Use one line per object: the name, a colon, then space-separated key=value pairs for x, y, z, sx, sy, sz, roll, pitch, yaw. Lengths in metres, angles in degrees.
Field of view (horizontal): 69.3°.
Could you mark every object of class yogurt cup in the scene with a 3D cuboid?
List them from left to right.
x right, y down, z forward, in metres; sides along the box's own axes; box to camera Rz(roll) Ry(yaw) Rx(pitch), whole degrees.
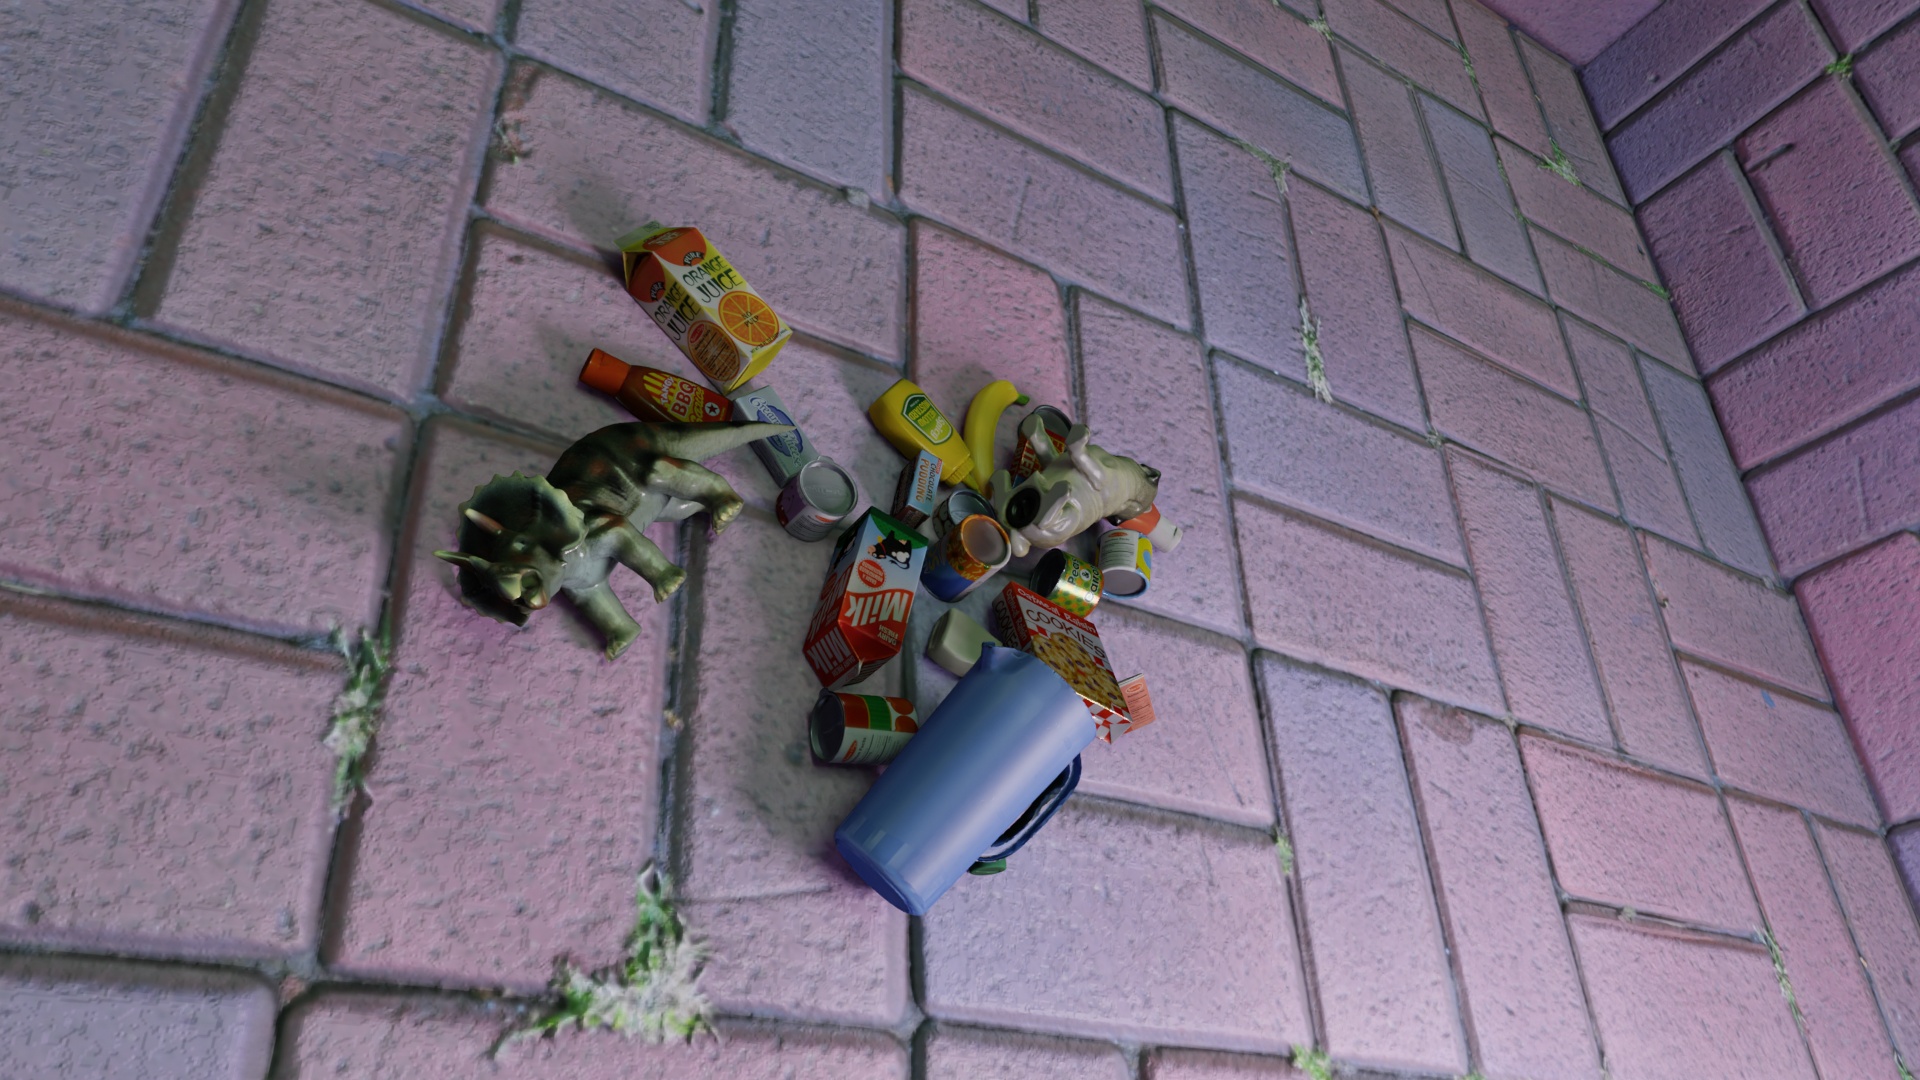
yogurt cup: x=0.178 y=0.181 z=1.515 sx=0.072 sy=0.072 sz=0.054 roll=-17 pitch=82 yaw=-43

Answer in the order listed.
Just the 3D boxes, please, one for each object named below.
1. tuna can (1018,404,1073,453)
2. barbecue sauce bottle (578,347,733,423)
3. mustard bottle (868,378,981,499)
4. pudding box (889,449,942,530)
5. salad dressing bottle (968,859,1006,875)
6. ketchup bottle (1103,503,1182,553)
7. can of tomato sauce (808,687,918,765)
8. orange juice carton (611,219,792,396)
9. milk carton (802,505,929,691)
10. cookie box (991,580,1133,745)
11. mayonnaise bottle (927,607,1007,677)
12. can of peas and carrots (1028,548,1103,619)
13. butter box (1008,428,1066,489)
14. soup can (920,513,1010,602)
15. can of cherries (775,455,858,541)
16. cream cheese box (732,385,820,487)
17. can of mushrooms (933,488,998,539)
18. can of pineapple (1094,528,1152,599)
tuna can: x=0.104 y=-0.127 z=1.681 sx=0.071 sy=0.032 sz=0.071 roll=19 pitch=52 yaw=-27
barbecue sauce bottle: x=-0.301 y=-0.141 z=1.374 sx=0.148 sy=0.043 sz=0.065 roll=26 pitch=50 yaw=-21
mustard bottle: x=-0.030 y=-0.108 z=1.555 sx=0.160 sy=0.048 sz=0.066 roll=45 pitch=49 yaw=-4
pudding box: x=-0.048 y=-0.051 z=1.504 sx=0.030 sy=0.049 sz=0.084 roll=28 pitch=49 yaw=-18
salad dressing bottle: x=0.017 y=0.251 z=1.361 sx=0.064 sy=0.043 sz=0.148 roll=11 pitch=58 yaw=-32
ketchup bottle: x=0.203 y=-0.041 z=1.693 sx=0.149 sy=0.043 sz=0.065 roll=37 pitch=49 yaw=-13
can of tomato sauce: x=-0.091 y=0.177 z=1.310 sx=0.083 sy=0.071 sz=0.071 roll=10 pitch=57 yaw=-34
orange juice carton: x=-0.275 y=-0.253 z=1.447 sx=0.192 sy=0.072 sz=0.072 roll=47 pitch=45 yaw=-2
milk carton: x=-0.096 y=0.067 z=1.373 sx=0.073 sy=0.072 sz=0.191 roll=30 pitch=48 yaw=-19
cookie box: x=0.104 y=0.127 z=1.462 sx=0.123 sy=0.040 sz=0.168 roll=29 pitch=24 yaw=-27
mayonnaise bottle: x=0.036 y=0.134 z=1.453 sx=0.148 sy=0.041 sz=0.065 roll=36 pitch=39 yaw=-15
can of peas and carrots: x=0.120 y=0.048 z=1.551 sx=0.059 sy=0.070 sz=0.071 roll=25 pitch=50 yaw=-23
butter box: x=0.085 y=-0.081 z=1.618 sx=0.053 sy=0.024 sz=0.104 roll=24 pitch=73 yaw=-24
soup can: x=0.002 y=0.017 z=1.473 sx=0.071 sy=0.083 sz=0.072 roll=19 pitch=52 yaw=-26
can of cherries: x=-0.147 y=-0.042 z=1.417 sx=0.071 sy=0.058 sz=0.072 roll=19 pitch=53 yaw=-26
cream cheese box: x=-0.193 y=-0.109 z=1.449 sx=0.053 sy=0.024 sz=0.104 roll=-29 pitch=82 yaw=-45
can of mushrooms: x=0.005 y=-0.019 z=1.535 sx=0.071 sy=0.033 sz=0.071 roll=20 pitch=52 yaw=-27
can of pineapple: x=0.191 y=0.029 z=1.623 sx=0.071 sy=0.070 sz=0.058 roll=27 pitch=50 yaw=-21
